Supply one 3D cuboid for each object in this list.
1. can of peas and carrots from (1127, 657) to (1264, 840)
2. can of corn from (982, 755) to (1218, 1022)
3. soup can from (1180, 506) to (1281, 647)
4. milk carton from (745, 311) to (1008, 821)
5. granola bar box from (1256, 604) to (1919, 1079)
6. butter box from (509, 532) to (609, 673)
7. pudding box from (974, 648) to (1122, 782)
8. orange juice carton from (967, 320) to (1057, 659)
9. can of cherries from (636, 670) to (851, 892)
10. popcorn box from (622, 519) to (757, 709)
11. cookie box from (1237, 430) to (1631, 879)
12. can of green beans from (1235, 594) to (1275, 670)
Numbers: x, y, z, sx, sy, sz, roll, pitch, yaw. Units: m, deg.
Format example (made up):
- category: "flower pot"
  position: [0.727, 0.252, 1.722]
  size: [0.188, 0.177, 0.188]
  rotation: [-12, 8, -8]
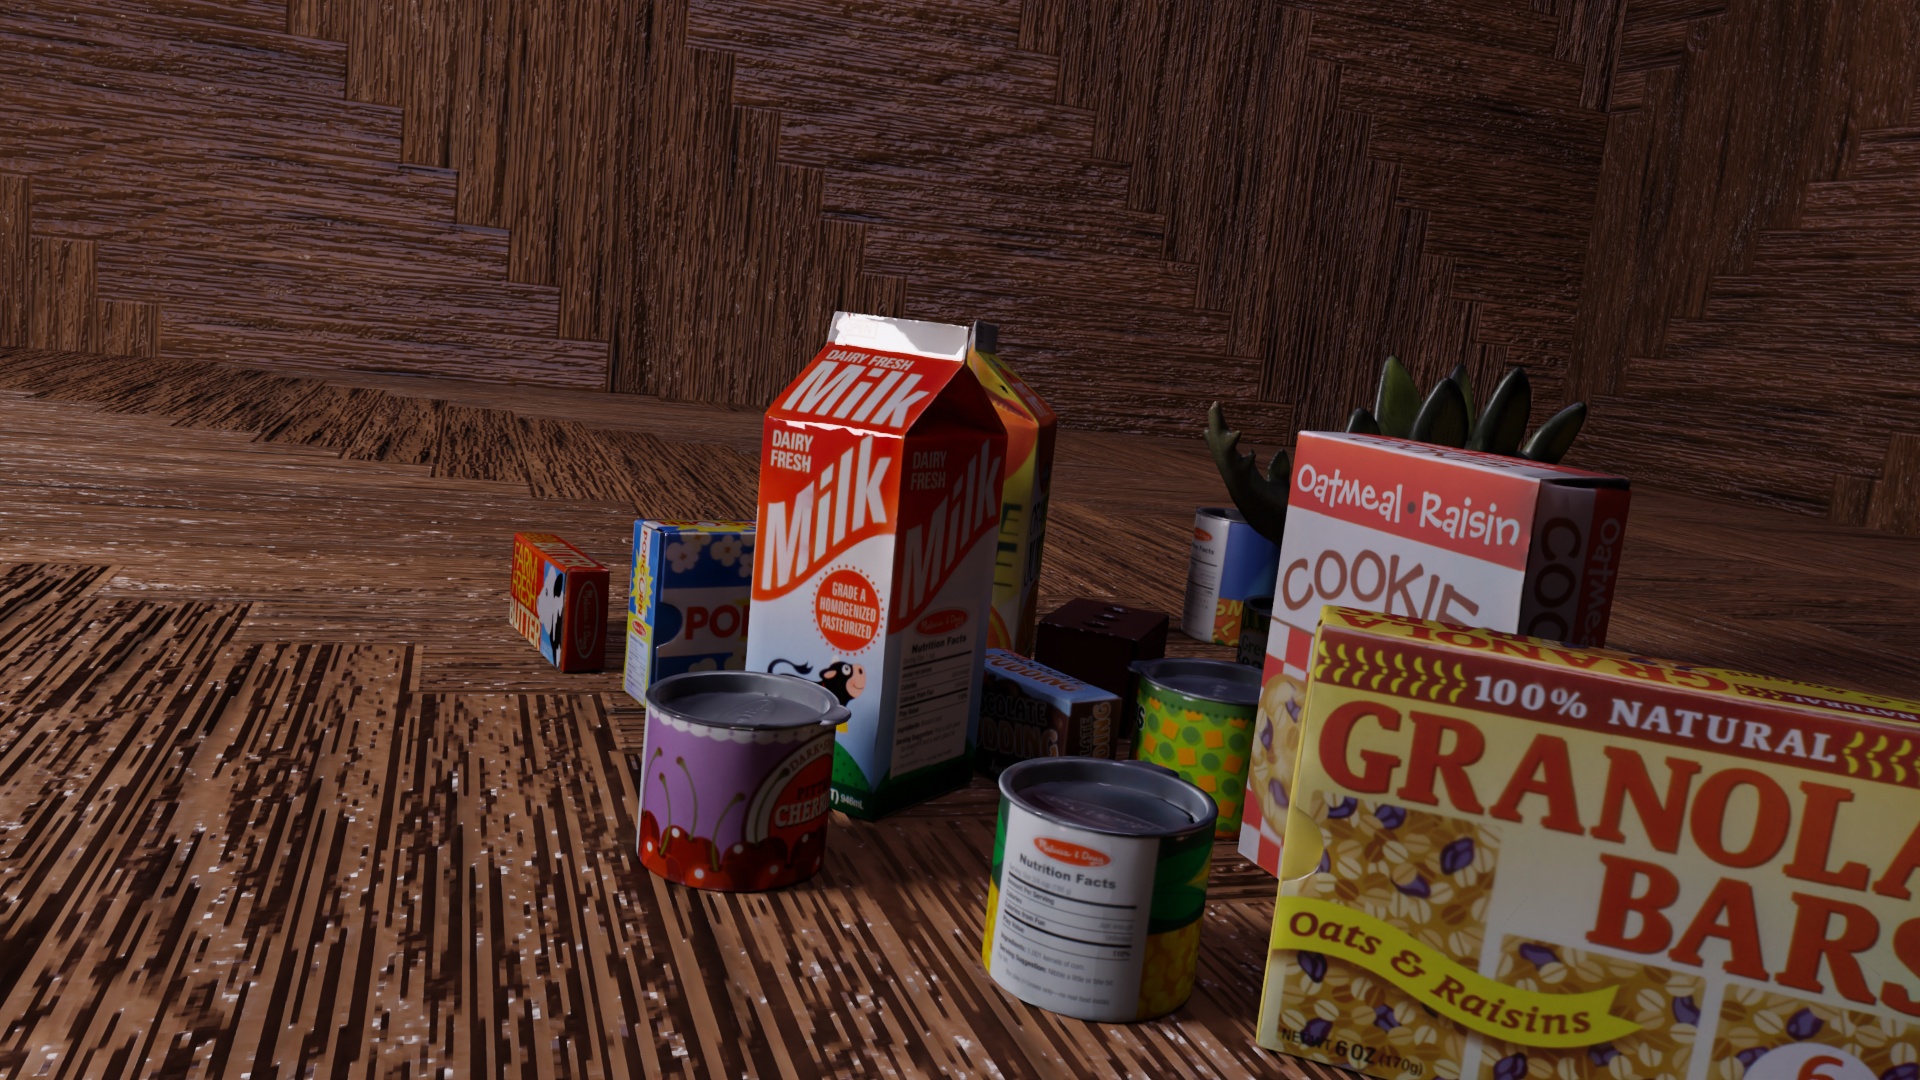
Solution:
- category: "can of peas and carrots"
  position: [0.101, 0.085, 0.577]
  size: [0.071, 0.058, 0.071]
  rotation: [6, 9, -1]
- category: "can of corn"
  position: [0.043, 0.104, 0.424]
  size: [0.071, 0.058, 0.071]
  rotation: [6, 9, -1]
- category: "soup can"
  position: [0.187, 0.024, 0.926]
  size: [0.071, 0.083, 0.071]
  rotation: [6, 9, -1]
- category: "milk carton"
  position: [-0.034, 0.006, 0.561]
  size: [0.072, 0.190, 0.073]
  rotation: [12, 10, 34]
- category: "granola bar box"
  position: [0.171, 0.092, 0.371]
  size: [0.165, 0.124, 0.039]
  rotation: [9, 9, 18]
- category: "butter box"
  position: [-0.210, 0.030, 0.724]
  size: [0.024, 0.053, 0.103]
  rotation: [1, 11, -32]
- category: "pudding box"
  position: [0.030, 0.079, 0.592]
  size: [0.030, 0.049, 0.084]
  rotation: [0, 11, -35]
- category: "orange juice carton"
  position: [0.002, -0.008, 0.665]
  size: [0.073, 0.192, 0.072]
  rotation: [8, 9, 10]
- category: "can of cherries"
  position: [-0.075, 0.082, 0.479]
  size: [0.071, 0.058, 0.071]
  rotation: [6, 9, -1]
- category: "popcorn box"
  position: [-0.097, 0.034, 0.677]
  size: [0.127, 0.085, 0.038]
  rotation: [0, 11, -35]
- category: "cookie box"
  position: [0.156, 0.051, 0.480]
  size: [0.040, 0.167, 0.123]
  rotation: [2, 10, -23]
- category: "can of green beans"
  position: [0.183, 0.065, 0.755]
  size: [0.071, 0.057, 0.071]
  rotation: [6, 9, -1]
